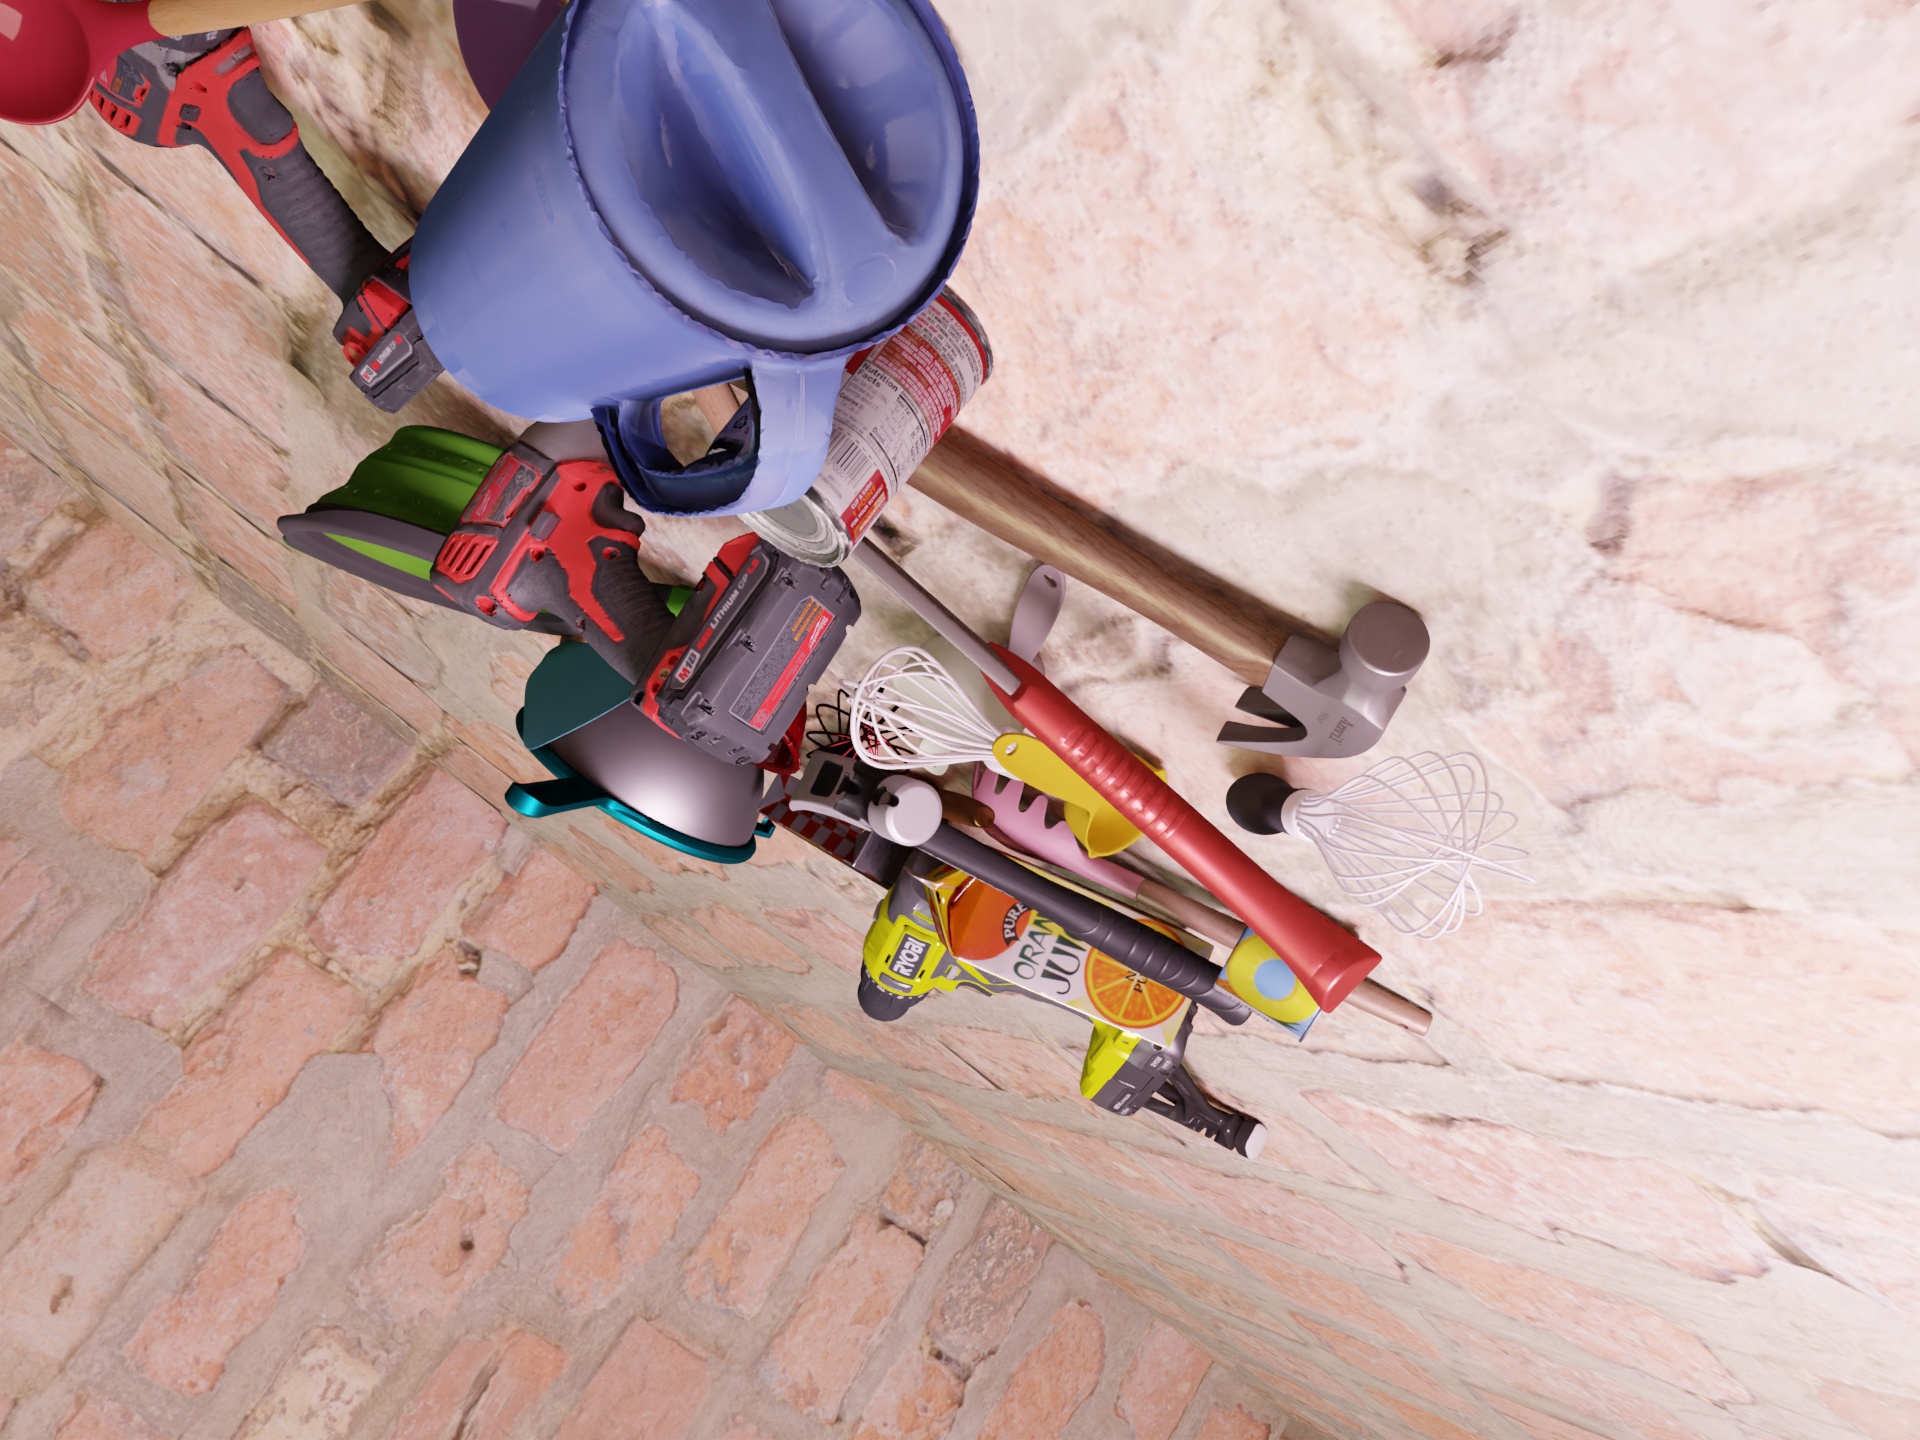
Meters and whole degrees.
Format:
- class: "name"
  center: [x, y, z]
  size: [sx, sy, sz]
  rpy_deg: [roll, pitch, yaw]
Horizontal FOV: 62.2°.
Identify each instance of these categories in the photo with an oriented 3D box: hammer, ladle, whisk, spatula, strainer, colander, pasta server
- class: "hammer"
  center: [0.050, 0.101, 0.895]
  size: [0.334, 0.035, 0.146]
  rpy_deg: [31, 170, -32]
- class: "ladle"
  center: [-0.311, -0.293, 0.652]
  size: [0.315, 0.031, 0.069]
  rpy_deg: [4, 125, 26]
- class: "hammer"
  center: [0.035, -0.082, 0.680]
  size: [0.331, 0.031, 0.130]
  rpy_deg: [32, 160, 13]
- class: "whisk"
  center: [0.017, 0.014, 0.812]
  size: [0.058, 0.059, 0.246]
  rpy_deg: [20, 178, 34]
- class: "spatula"
  center: [-0.140, -0.195, 0.723]
  size: [0.060, 0.018, 0.315]
  rpy_deg: [5, 151, 19]
- class: "spatula"
  center: [-0.019, 0.061, 1.042]
  size: [0.081, 0.041, 0.322]
  rpy_deg: [33, 175, -8]
- class: "strainer"
  center: [-0.236, 0.016, 1.165]
  size: [0.211, 0.095, 0.340]
  rpy_deg: [34, -174, 5]
- class: "hammer"
  center: [0.149, 0.255, 1.284]
  size: [0.127, 0.034, 0.336]
  rpy_deg: [19, 155, 38]
- class: "whisk"
  center: [-0.078, 0.022, 1.091]
  size: [0.073, 0.073, 0.296]
  rpy_deg: [37, 168, -4]
- class: "colander"
  center: [-0.268, -0.121, 0.999]
  size: [0.397, 0.094, 0.204]
  rpy_deg: [10, 169, 38]
- class: "hammer"
  center: [0.046, 0.002, 0.725]
  size: [0.359, 0.036, 0.149]
  rpy_deg: [41, -172, -4]
- class: "pasta server"
  center: [0.138, 0.108, 0.969]
  size: [0.316, 0.040, 0.060]
  rpy_deg: [25, 159, 19]
- class: "whisk"
  center: [0.157, 0.043, 0.663]
  size: [0.070, 0.070, 0.284]
  rpy_deg: [37, 178, -5]
- class: "spatula"
  center: [-0.281, -0.045, 1.162]
  size: [0.044, 0.082, 0.318]
  rpy_deg: [62, 175, -15]

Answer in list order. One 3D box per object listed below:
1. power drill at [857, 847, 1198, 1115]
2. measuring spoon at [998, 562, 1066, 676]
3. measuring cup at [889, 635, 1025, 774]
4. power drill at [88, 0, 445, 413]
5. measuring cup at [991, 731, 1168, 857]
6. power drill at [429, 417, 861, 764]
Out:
- class: "power drill"
  center: [0.038, 0.192, 1.132]
  size: [0.228, 0.080, 0.190]
  rpy_deg: [24, 140, -1]
- class: "measuring spoon"
  center: [0.038, -0.049, 0.787]
  size: [0.034, 0.018, 0.124]
  rpy_deg: [33, 154, 7]
- class: "measuring cup"
  center: [-0.001, -0.003, 0.923]
  size: [0.083, 0.038, 0.167]
  rpy_deg: [35, 163, 3]
- class: "power drill"
  center: [-0.313, -0.272, 0.760]
  size: [0.226, 0.080, 0.188]
  rpy_deg: [47, 151, -20]
- class: "measuring cup"
  center: [0.054, 0.027, 0.818]
  size: [0.156, 0.062, 0.029]
  rpy_deg: [29, -167, -50]
- class: "power drill"
  center: [-0.168, -0.083, 0.836]
  size: [0.220, 0.143, 0.078]
  rpy_deg: [31, 176, 26]
